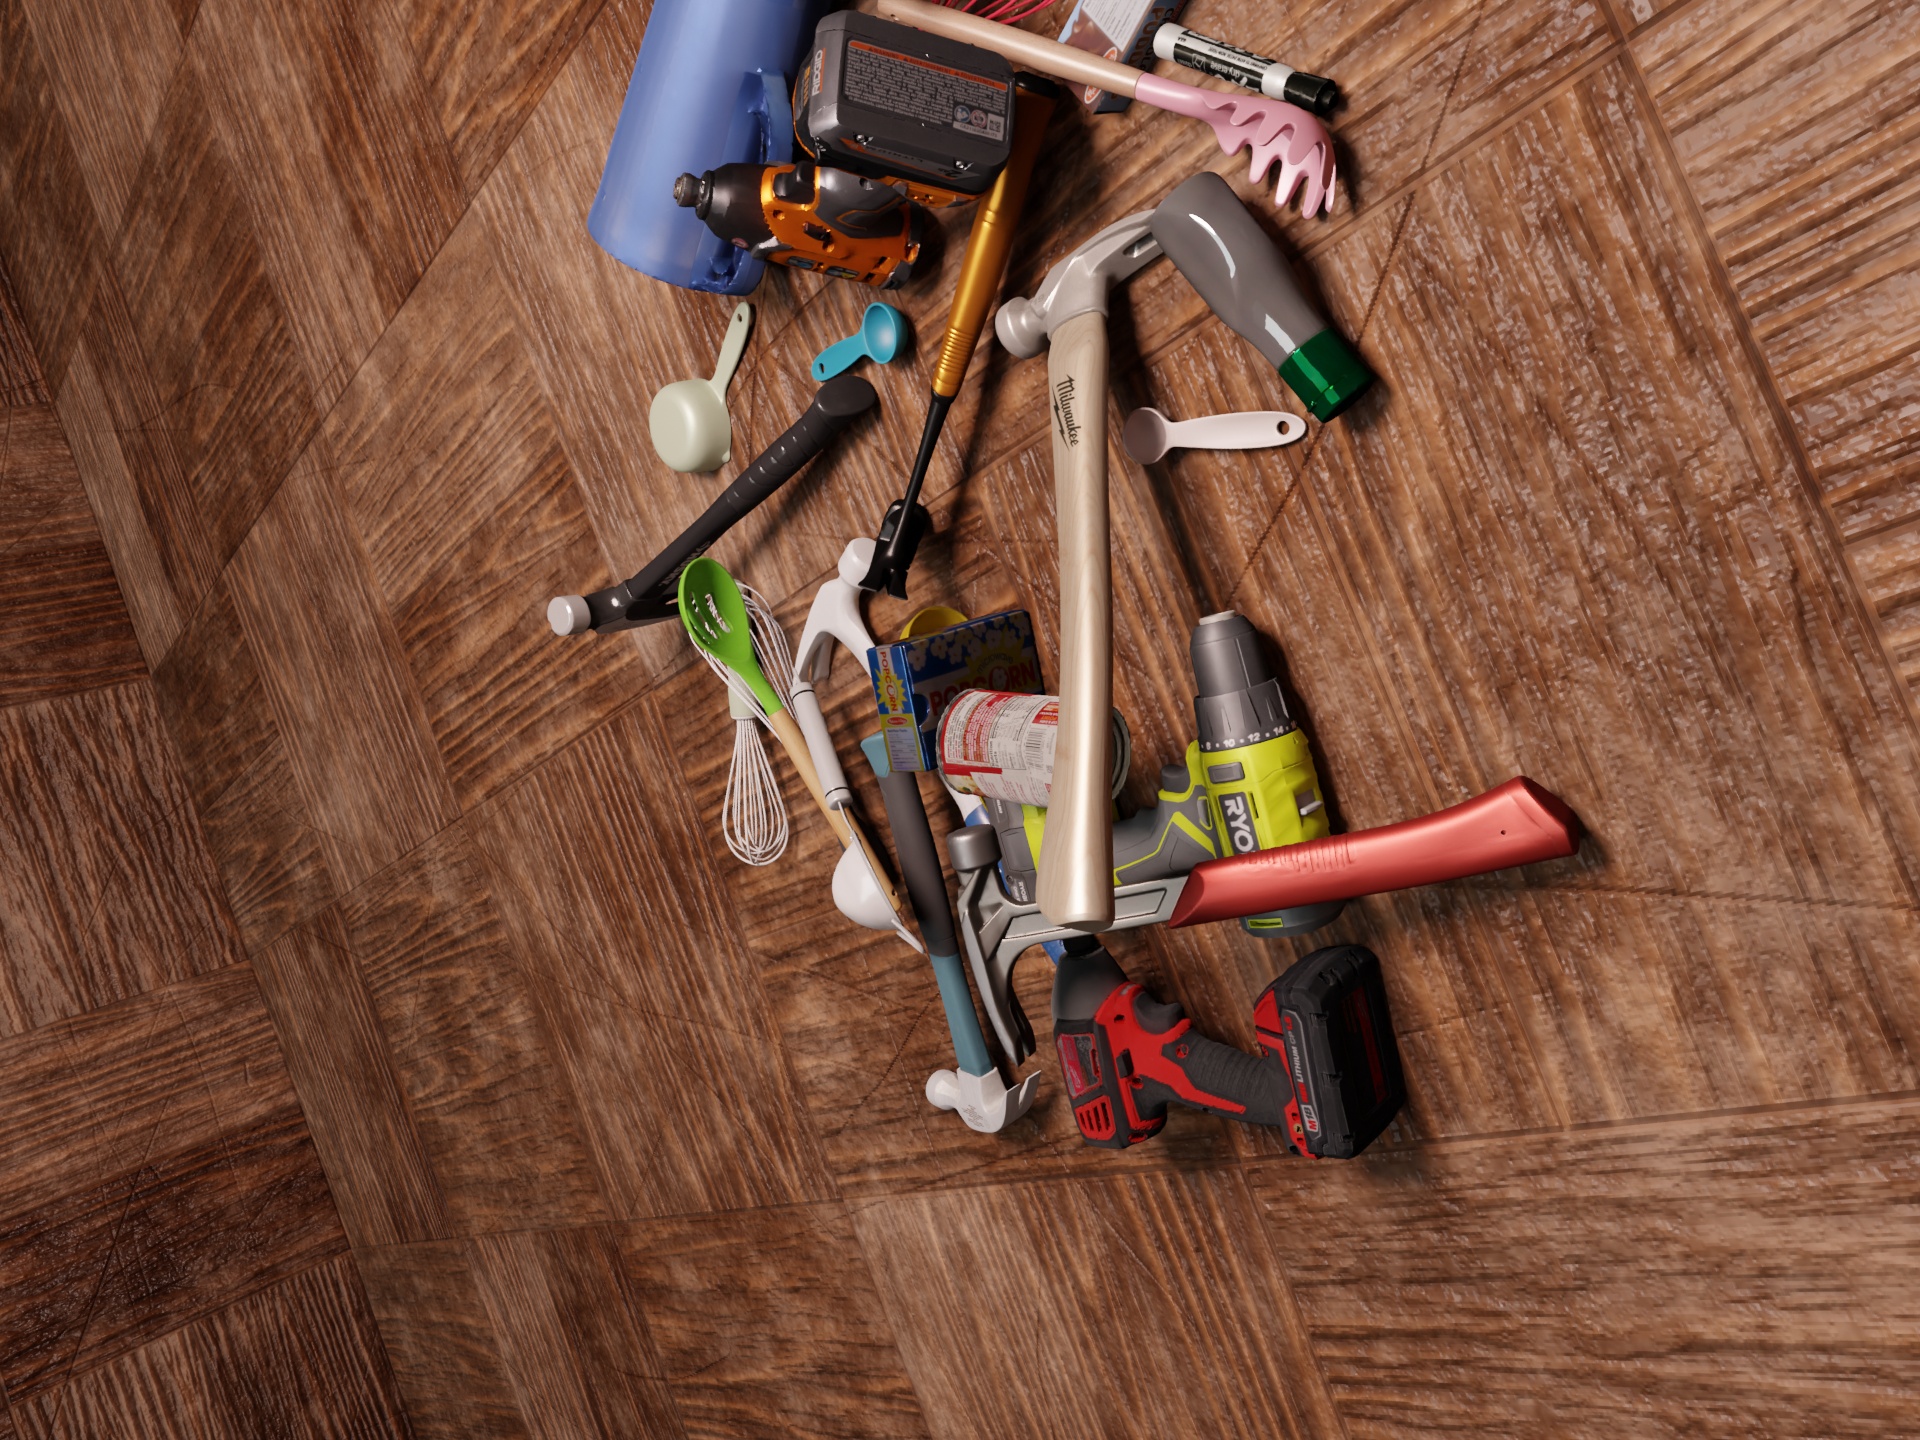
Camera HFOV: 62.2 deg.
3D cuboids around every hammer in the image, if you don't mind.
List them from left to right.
[{"bbox_3d":[-0.180,-0.163,1.245,0.334,0.146,0.035,-35,78,37],"label":"hammer"},{"bbox_3d":[-0.017,0.158,1.182,0.128,0.033,0.331,8,117,54],"label":"hammer"},{"bbox_3d":[-0.002,-0.241,1.024,0.034,0.127,0.336,17,119,-4],"label":"hammer"},{"bbox_3d":[0.004,0.061,1.164,0.406,0.035,0.144,55,136,19],"label":"hammer"},{"bbox_3d":[0.076,-0.088,0.896,0.146,0.038,0.411,-23,60,49],"label":"hammer"},{"bbox_3d":[0.163,0.102,0.901,0.359,0.036,0.149,-14,94,28],"label":"hammer"}]

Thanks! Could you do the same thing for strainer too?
[{"bbox_3d":[-0.089,0.066,1.179,0.086,0.050,0.259,74,175,-61],"label":"strainer"}]

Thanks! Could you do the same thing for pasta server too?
[{"bbox_3d":[0.075,-0.355,0.889,0.316,0.060,0.040,29,88,25],"label":"pasta server"}]

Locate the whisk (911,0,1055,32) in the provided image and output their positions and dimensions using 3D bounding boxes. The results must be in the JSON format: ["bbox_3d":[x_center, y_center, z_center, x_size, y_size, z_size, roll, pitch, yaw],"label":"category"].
[{"bbox_3d":[-0.011,-0.433,0.990,0.296,0.073,0.073,-18,90,54],"label":"whisk"}]

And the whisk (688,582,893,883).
[{"bbox_3d":[-0.132,0.015,1.277,0.070,0.070,0.284,-34,85,48],"label":"whisk"}]

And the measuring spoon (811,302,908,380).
[{"bbox_3d":[-0.072,-0.269,1.150,0.128,0.021,0.042,-8,97,58],"label":"measuring spoon"}]

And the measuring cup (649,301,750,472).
[{"bbox_3d":[-0.208,-0.268,1.278,0.083,0.038,0.167,54,138,20],"label":"measuring cup"}]

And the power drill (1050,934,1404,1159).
[{"bbox_3d":[0.152,0.198,0.993,0.220,0.078,0.143,-9,97,42],"label":"power drill"}]

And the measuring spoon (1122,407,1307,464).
[{"bbox_3d":[0.151,-0.170,0.938,0.124,0.018,0.034,5,107,40],"label":"measuring spoon"}]

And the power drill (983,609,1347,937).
[{"bbox_3d":[0.121,0.041,0.996,0.228,0.080,0.190,-12,95,47],"label":"power drill"}]

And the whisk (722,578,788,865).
[{"bbox_3d":[-0.182,0.003,1.344,0.059,0.058,0.246,-2,99,15],"label":"whisk"}]

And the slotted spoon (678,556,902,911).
[{"bbox_3d":[-0.131,0.016,1.233,0.031,0.070,0.313,-27,97,36],"label":"slotted spoon"}]

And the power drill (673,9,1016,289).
[{"bbox_3d":[-0.076,-0.338,0.971,0.226,0.164,0.084,166,109,-67],"label":"power drill"}]

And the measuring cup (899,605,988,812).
[{"bbox_3d":[-0.002,-0.004,1.124,0.029,0.062,0.156,-29,77,61],"label":"measuring cup"}]
